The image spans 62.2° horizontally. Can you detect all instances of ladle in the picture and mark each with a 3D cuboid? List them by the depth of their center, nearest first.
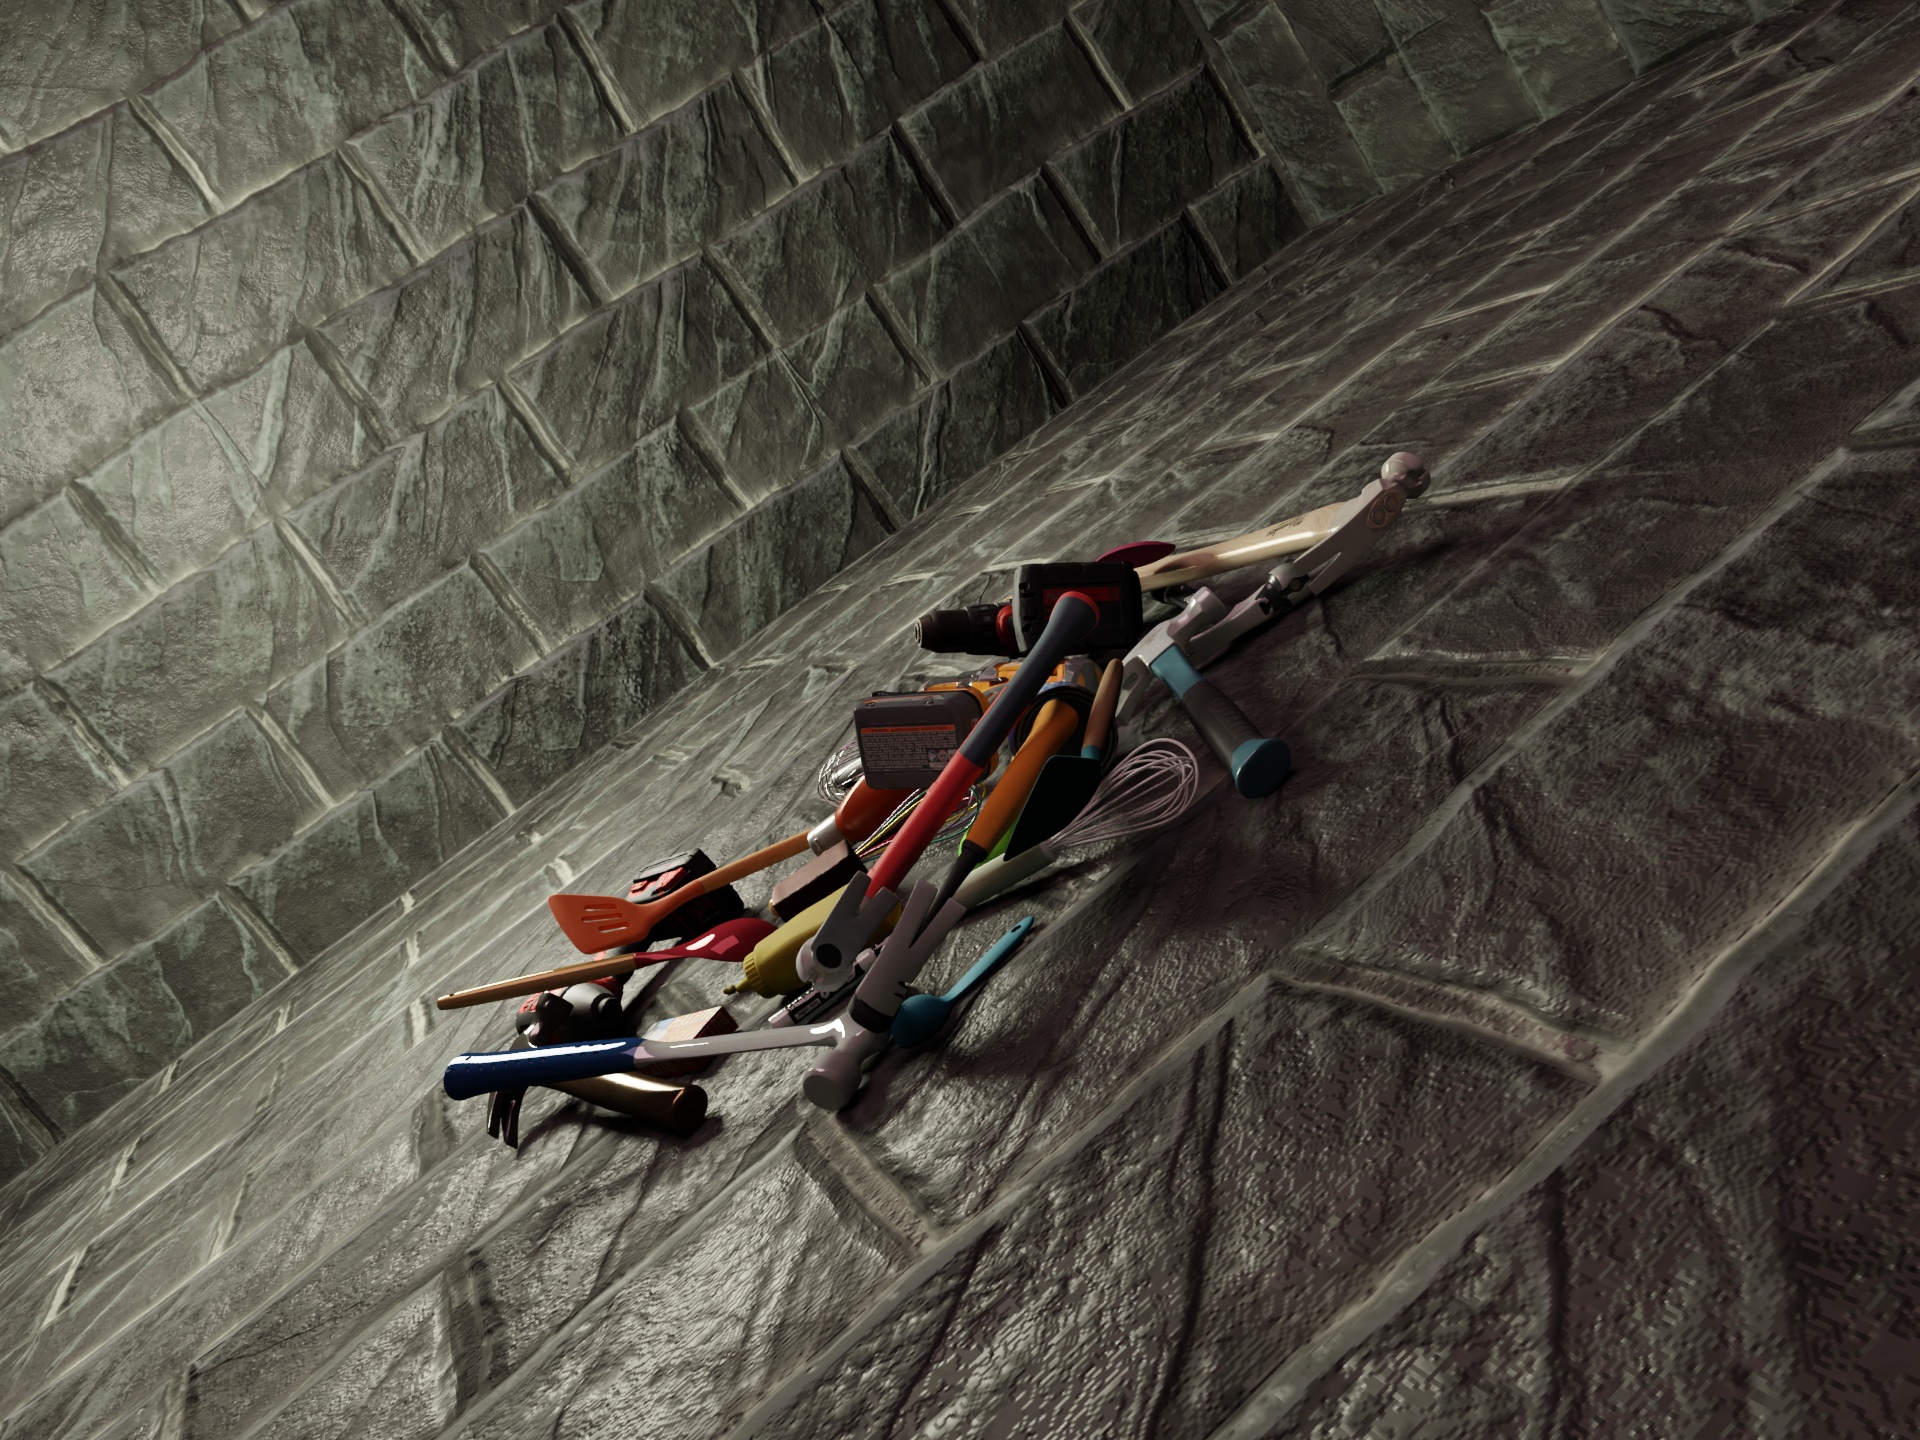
[{"bbox_3d":[-0.305,0.215,1.381,0.315,0.031,0.069,-13,15,5],"label":"ladle"}]

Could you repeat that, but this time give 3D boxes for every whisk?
[{"bbox_3d":[0.069,0.086,1.144,0.246,0.059,0.057,-32,-25,27],"label":"whisk"},{"bbox_3d":[-0.074,0.116,1.404,0.245,0.051,0.047,-33,-8,25],"label":"whisk"},{"bbox_3d":[-0.013,0.008,1.568,0.284,0.070,0.070,-27,14,2],"label":"whisk"}]

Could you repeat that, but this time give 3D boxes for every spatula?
[{"bbox_3d":[0.088,0.009,1.151,0.318,0.044,0.082,-63,-4,-66],"label":"spatula"},{"bbox_3d":[-0.222,0.140,1.487,0.322,0.041,0.081,-23,48,-27],"label":"spatula"}]

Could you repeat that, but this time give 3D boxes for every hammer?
[{"bbox_3d":[0.021,0.072,1.107,0.127,0.034,0.337,-61,-4,37],"label":"hammer"},{"bbox_3d":[0.011,0.023,1.144,0.386,0.038,0.143,-53,-2,-37],"label":"hammer"},{"bbox_3d":[-0.218,0.239,1.160,0.405,0.035,0.144,-13,22,30],"label":"hammer"},{"bbox_3d":[0.183,-0.015,1.196,0.128,0.033,0.331,-42,17,7],"label":"hammer"},{"bbox_3d":[-0.292,0.290,1.261,0.331,0.031,0.130,-6,52,53],"label":"hammer"},{"bbox_3d":[0.231,-0.140,1.405,0.146,0.038,0.411,-43,14,-22],"label":"hammer"},{"bbox_3d":[0.209,-0.118,1.537,0.149,0.036,0.409,-35,13,0],"label":"hammer"}]

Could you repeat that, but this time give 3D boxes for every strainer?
[{"bbox_3d":[-0.062,0.026,1.669,0.258,0.050,0.087,-30,-8,41],"label":"strainer"}]

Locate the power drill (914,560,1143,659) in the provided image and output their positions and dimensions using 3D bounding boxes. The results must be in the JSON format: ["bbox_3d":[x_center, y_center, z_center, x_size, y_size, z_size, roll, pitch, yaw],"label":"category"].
[{"bbox_3d":[0.064,-0.096,1.516,0.188,0.080,0.227,-3,-2,-12],"label":"power drill"}]

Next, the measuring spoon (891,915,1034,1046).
[{"bbox_3d":[0.000,0.168,1.066,0.128,0.021,0.042,-41,15,-22],"label":"measuring spoon"}]

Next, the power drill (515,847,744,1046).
[{"bbox_3d":[-0.312,0.224,1.507,0.143,0.078,0.220,-20,23,47],"label":"power drill"}]

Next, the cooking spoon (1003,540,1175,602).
[{"bbox_3d":[0.113,-0.141,1.555,0.068,0.017,0.319,-4,-5,-24],"label":"cooking spoon"}]

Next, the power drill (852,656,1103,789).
[{"bbox_3d":[-0.002,-0.004,1.385,0.185,0.084,0.226,-2,12,34],"label":"power drill"}]

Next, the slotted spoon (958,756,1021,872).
[{"bbox_3d":[0.047,0.050,1.360,0.070,0.031,0.314,-24,15,18],"label":"slotted spoon"}]
